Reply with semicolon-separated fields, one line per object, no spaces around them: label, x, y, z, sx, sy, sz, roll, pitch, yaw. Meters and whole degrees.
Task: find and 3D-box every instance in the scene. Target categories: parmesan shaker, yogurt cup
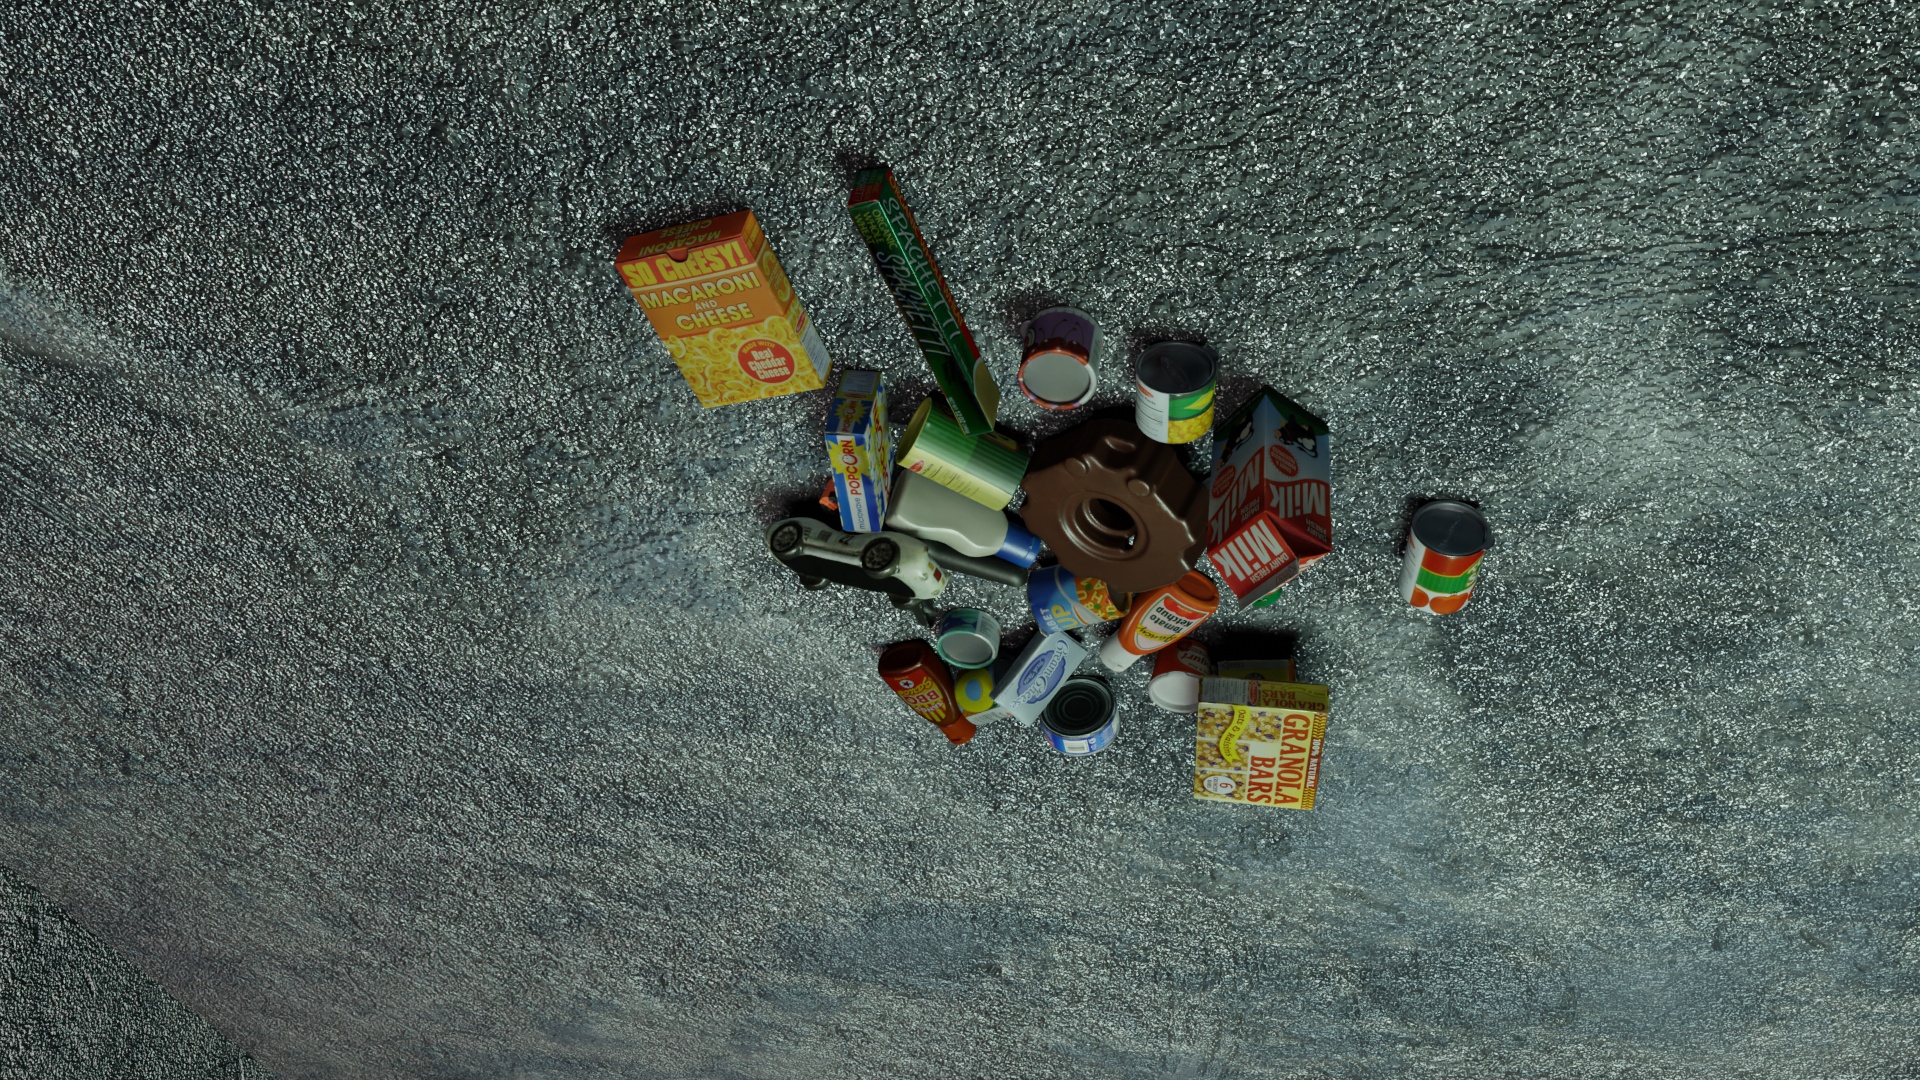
parmesan shaker;0.001;-0.077;1.253;0.103;0.072;0.071;25;137;-15
yogurt cup;0.231;0.139;1.442;0.072;0.054;0.072;7;139;7

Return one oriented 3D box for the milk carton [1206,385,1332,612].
milk carton;0.254;-0.029;1.144;0.073;0.191;0.072;29;137;-18

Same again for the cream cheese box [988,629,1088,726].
cream cheese box;0.082;0.139;1.457;0.053;0.024;0.104;38;90;-24

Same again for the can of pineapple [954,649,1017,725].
can of pineapple;0.035;0.161;1.510;0.057;0.071;0.071;-23;127;34

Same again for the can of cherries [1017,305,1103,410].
can of cherries;0.081;-0.151;1.153;0.071;0.059;0.071;7;139;6

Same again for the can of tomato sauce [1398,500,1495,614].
can of tomato sauce;0.434;0.016;1.244;0.071;0.071;0.082;5;139;9

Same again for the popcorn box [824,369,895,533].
popcorn box;-0.089;-0.079;1.256;0.038;0.085;0.126;4;138;9

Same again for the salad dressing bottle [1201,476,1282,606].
salad dressing bottle;0.261;0.003;1.290;0.064;0.044;0.147;-9;135;27

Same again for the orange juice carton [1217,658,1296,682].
orange juice carton;0.317;0.185;1.458;0.072;0.073;0.191;-3;136;18

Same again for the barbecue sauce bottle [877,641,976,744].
barbecue sauce bottle;-0.031;0.173;1.556;0.065;0.044;0.148;-14;133;26

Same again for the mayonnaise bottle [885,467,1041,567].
mayonnaise bottle;0.005;-0.017;1.323;0.148;0.065;0.041;23;155;-17

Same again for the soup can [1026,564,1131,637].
soup can;0.117;0.054;1.363;0.083;0.072;0.071;-15;132;28

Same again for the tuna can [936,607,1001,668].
tuna can;0.007;0.105;1.478;0.071;0.033;0.070;7;138;6

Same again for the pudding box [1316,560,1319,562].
pudding box;0.294;-0.021;1.226;0.050;0.084;0.030;7;136;8

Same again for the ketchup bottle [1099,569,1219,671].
ketchup bottle;0.194;0.082;1.397;0.065;0.044;0.148;26;138;-14

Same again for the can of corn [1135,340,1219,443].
can of corn;0.181;-0.124;1.155;0.071;0.071;0.058;4;139;10

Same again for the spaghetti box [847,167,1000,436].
spaghetti box;-0.026;-0.191;1.143;0.028;0.050;0.249;-10;134;21

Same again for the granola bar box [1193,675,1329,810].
granola bar box;0.299;0.204;1.397;0.124;0.039;0.164;4;136;11

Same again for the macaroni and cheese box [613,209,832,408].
macaroni and cheese box;-0.200;-0.194;1.191;0.123;0.040;0.165;-8;135;21
